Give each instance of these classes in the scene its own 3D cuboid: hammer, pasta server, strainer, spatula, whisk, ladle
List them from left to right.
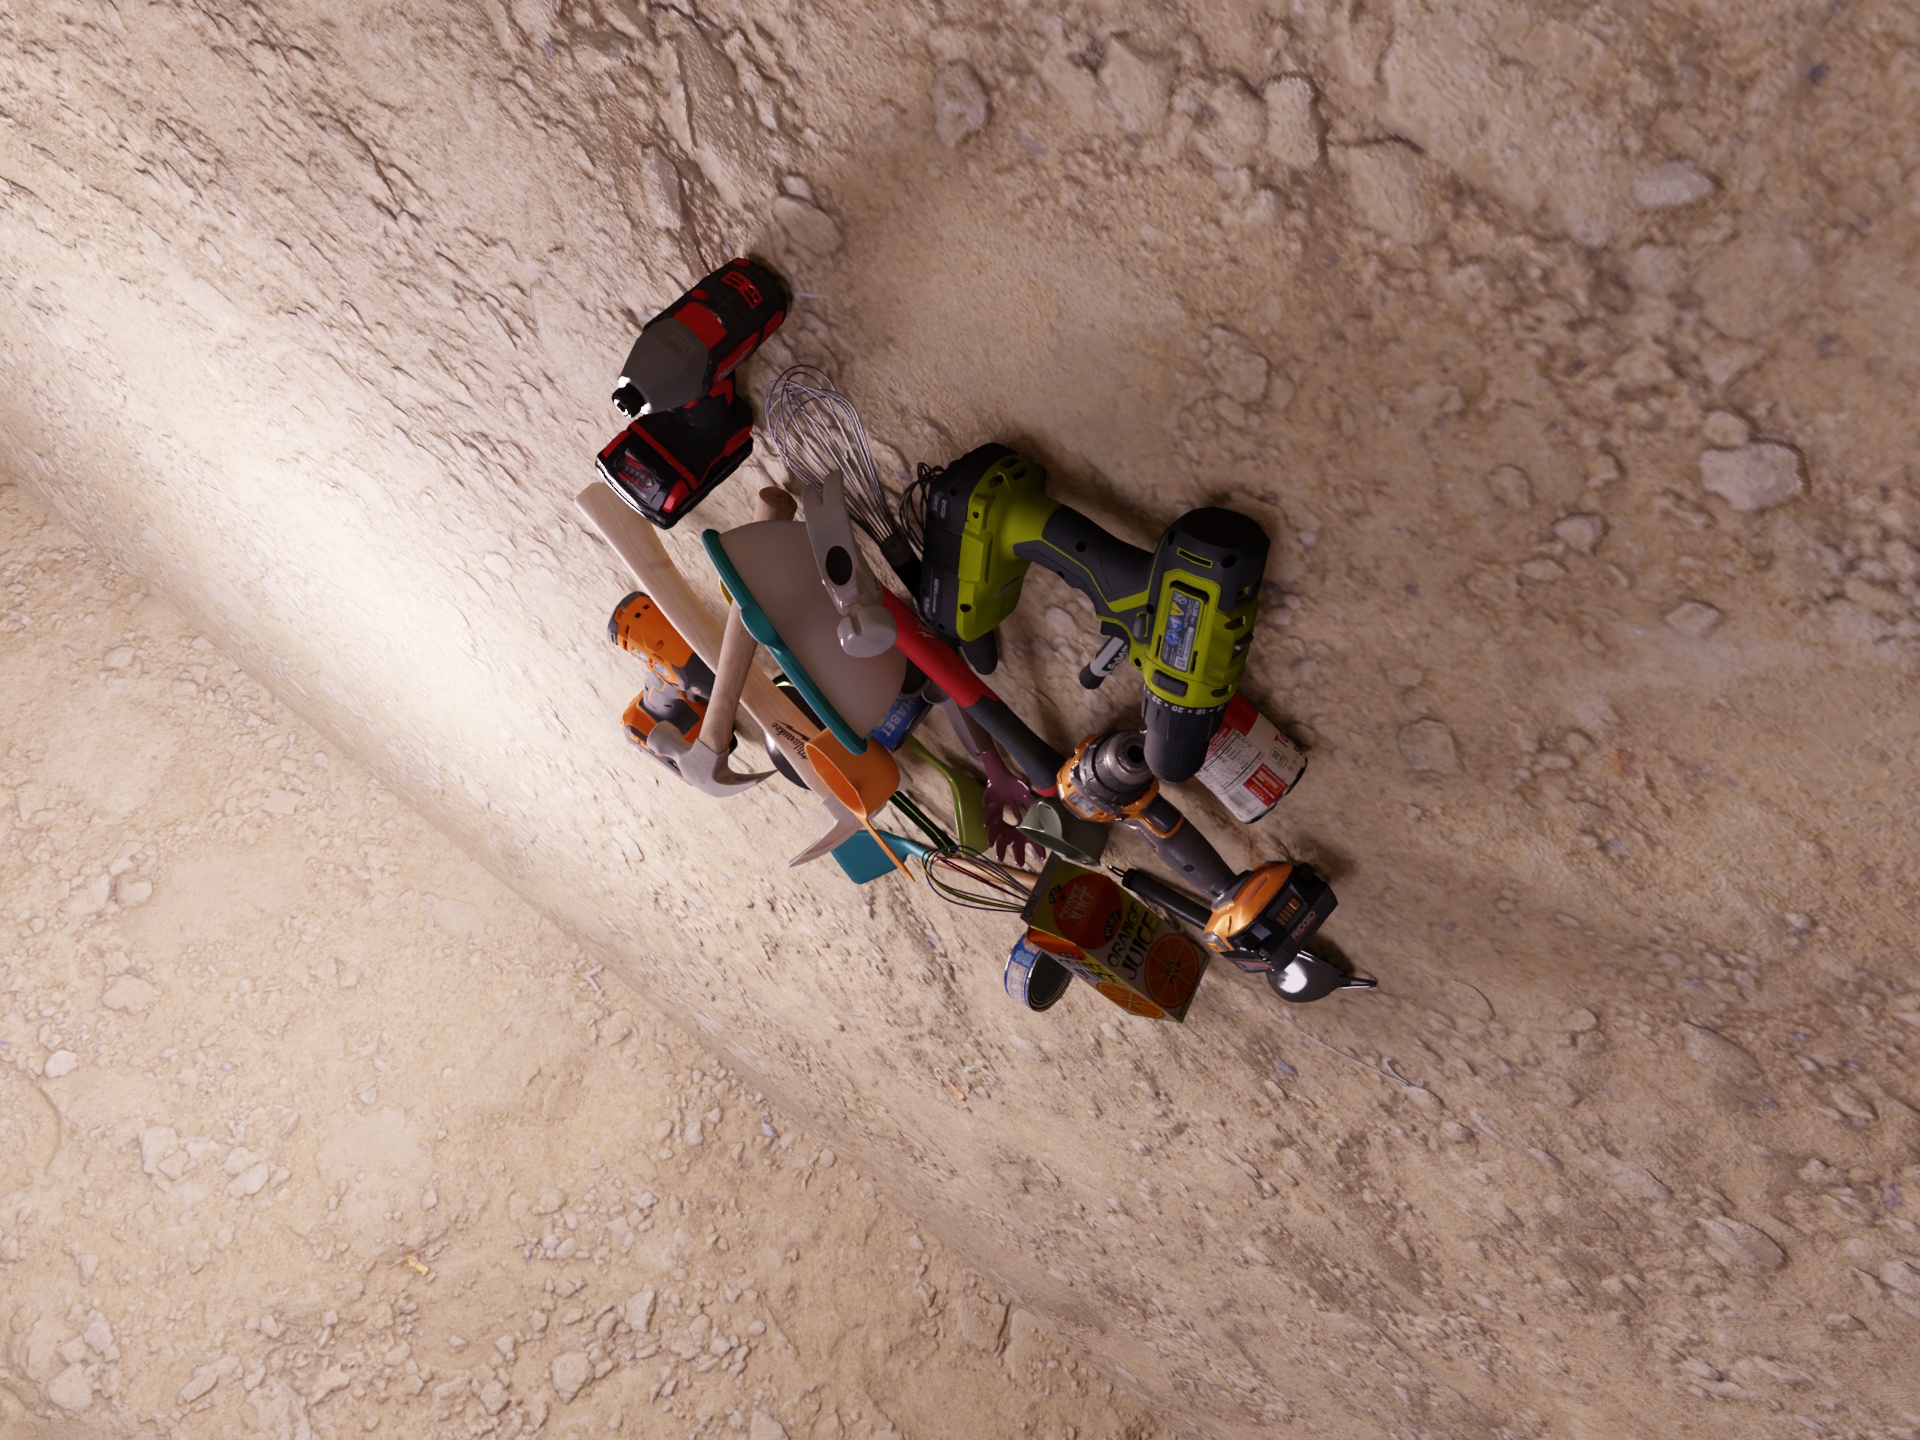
[{"bbox_3d":[-0.228,-0.051,1.511,0.410,0.146,0.038,51,178,-7],"label":"hammer"},{"bbox_3d":[-0.195,-0.061,1.407,0.130,0.031,0.331,35,130,17],"label":"hammer"},{"bbox_3d":[-0.102,-0.083,1.167,0.211,0.095,0.340,55,179,-1],"label":"strainer"},{"bbox_3d":[-0.113,0.065,1.606,0.256,0.069,0.151,43,154,-3],"label":"strainer"},{"bbox_3d":[-0.083,0.004,1.488,0.320,0.062,0.078,44,175,-2],"label":"ladle"},{"bbox_3d":[-0.063,-0.154,1.213,0.070,0.070,0.284,14,150,43],"label":"whisk"},{"bbox_3d":[-0.016,0.156,1.654,0.318,0.044,0.082,8,138,46],"label":"spatula"},{"bbox_3d":[-0.005,-0.042,1.210,0.385,0.038,0.143,43,-155,-56],"label":"hammer"},{"bbox_3d":[-0.001,-0.107,1.211,0.055,0.055,0.238,25,155,28],"label":"whisk"},{"bbox_3d":[0.015,0.008,1.381,0.040,0.060,0.315,-100,-11,-50],"label":"pasta server"},{"bbox_3d":[0.069,0.168,1.482,0.244,0.051,0.047,23,-176,-23],"label":"whisk"},{"bbox_3d":[0.233,0.186,1.375,0.259,0.050,0.086,28,167,31],"label":"strainer"}]

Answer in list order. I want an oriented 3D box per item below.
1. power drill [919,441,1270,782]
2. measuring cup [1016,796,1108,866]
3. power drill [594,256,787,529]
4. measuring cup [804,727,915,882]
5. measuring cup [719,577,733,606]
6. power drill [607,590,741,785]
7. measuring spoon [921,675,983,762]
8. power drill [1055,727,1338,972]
[{"bbox_3d":[0.086,-0.074,1.059,0.229,0.080,0.190,27,131,26],"label":"power drill"},{"bbox_3d":[0.087,0.081,1.356,0.083,0.038,0.167,23,166,15],"label":"measuring cup"},{"bbox_3d":[-0.204,-0.234,1.168,0.078,0.143,0.219,42,157,1],"label":"power drill"},{"bbox_3d":[-0.074,0.072,1.470,0.173,0.052,0.095,55,163,-22],"label":"measuring cup"},{"bbox_3d":[-0.163,-0.137,1.413,0.062,0.029,0.156,51,141,-7],"label":"measuring cup"},{"bbox_3d":[-0.292,-0.024,1.697,0.164,0.084,0.226,33,150,13],"label":"power drill"},{"bbox_3d":[-0.002,-0.004,1.405,0.124,0.034,0.018,59,-176,-43],"label":"measuring spoon"},{"bbox_3d":[0.177,0.092,1.219,0.226,0.084,0.185,41,169,3],"label":"power drill"}]
